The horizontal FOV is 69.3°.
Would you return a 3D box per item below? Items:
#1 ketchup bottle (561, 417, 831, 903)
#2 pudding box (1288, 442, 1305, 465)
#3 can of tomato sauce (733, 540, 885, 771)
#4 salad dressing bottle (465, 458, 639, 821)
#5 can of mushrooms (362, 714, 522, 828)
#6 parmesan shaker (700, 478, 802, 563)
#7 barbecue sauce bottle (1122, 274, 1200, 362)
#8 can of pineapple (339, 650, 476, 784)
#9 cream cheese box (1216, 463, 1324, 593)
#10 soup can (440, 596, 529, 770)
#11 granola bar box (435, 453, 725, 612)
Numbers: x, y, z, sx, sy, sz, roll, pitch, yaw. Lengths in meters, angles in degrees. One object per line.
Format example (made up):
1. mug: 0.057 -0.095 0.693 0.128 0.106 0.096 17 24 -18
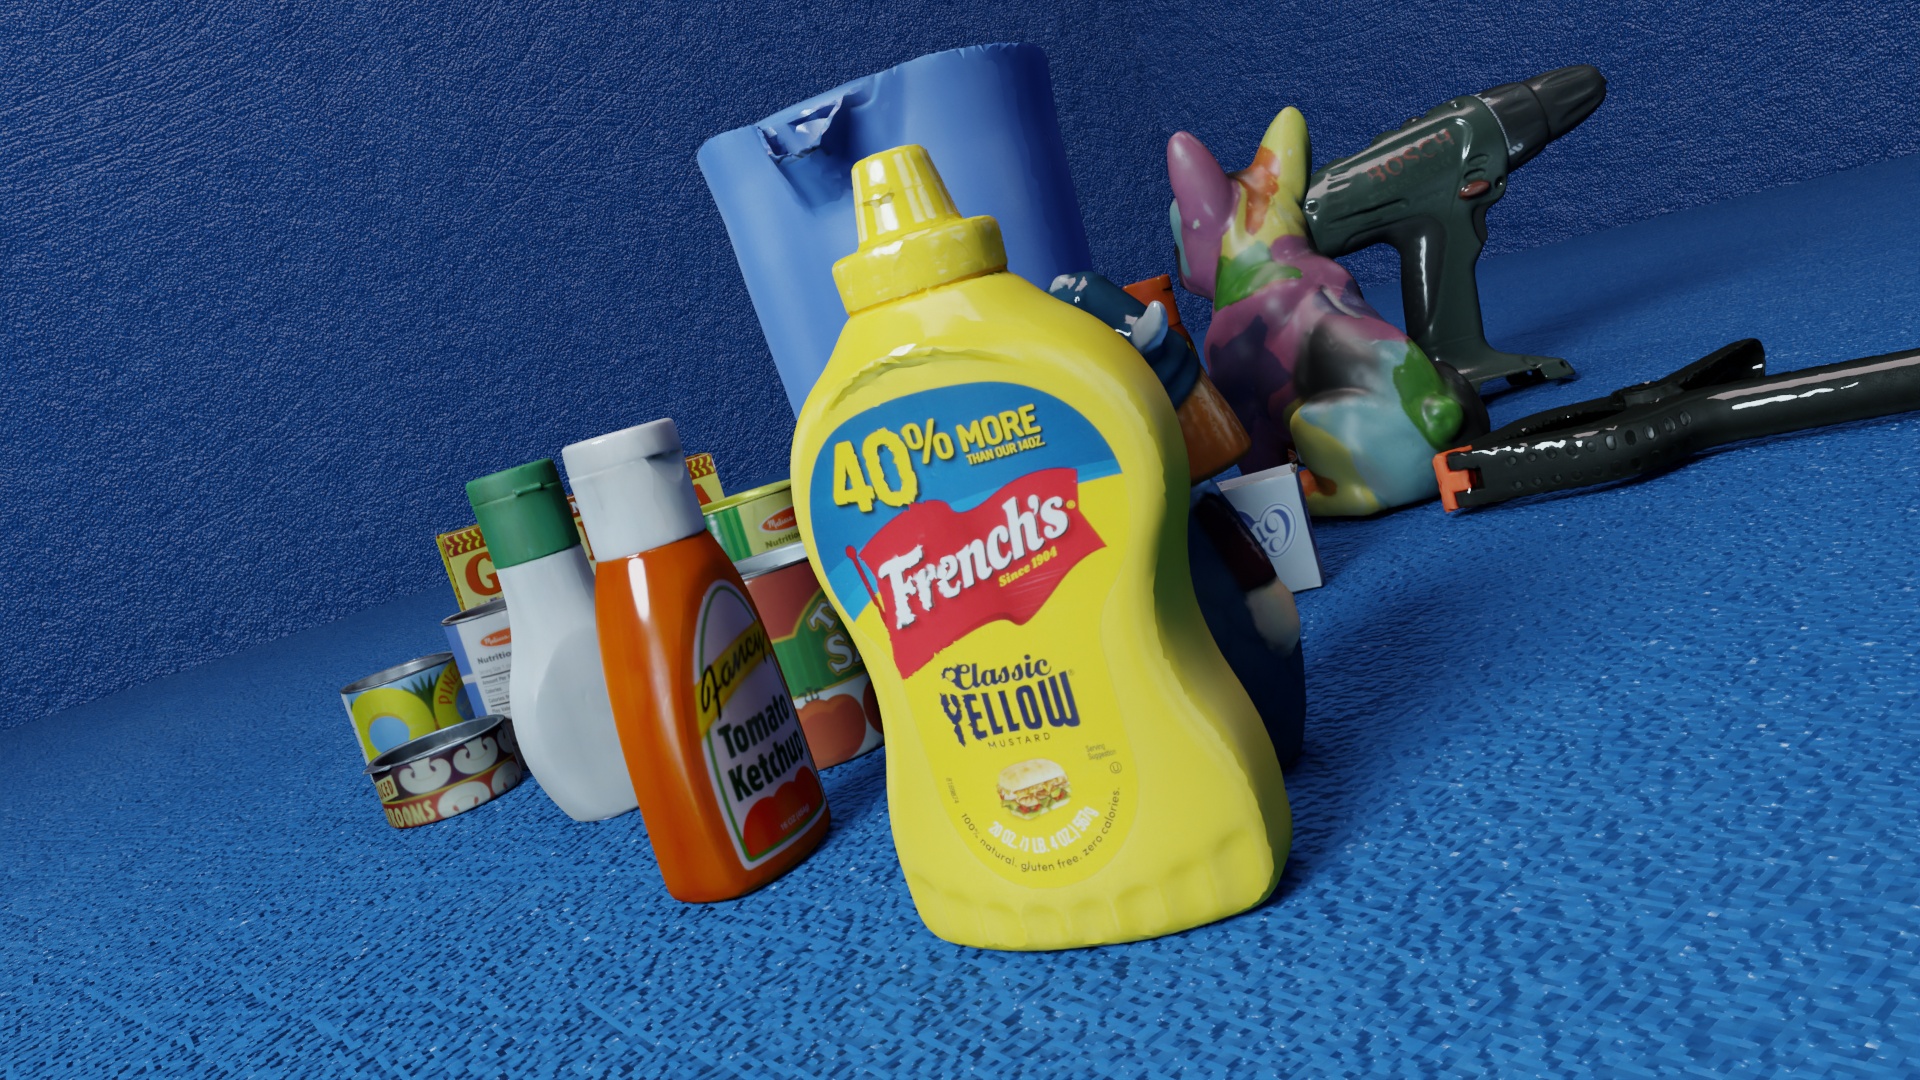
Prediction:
1. ketchup bottle: -0.088 0.036 0.447 0.043 0.148 0.065 -13 8 29
2. pudding box: 0.234 -0.077 0.924 0.030 0.049 0.083 -19 8 -14
3. can of tomato sauce: -0.064 0.046 0.569 0.071 0.083 0.071 -16 8 2
4. salad dressing bottle: -0.163 0.041 0.576 0.064 0.147 0.044 -21 9 -31
5. can of mushrooms: -0.252 0.113 0.676 0.071 0.033 0.071 -16 8 2
6. parmesan shaker: -0.097 0.028 0.686 0.071 0.103 0.071 -16 7 2
7. barbecue sauce bottle: 0.158 -0.124 1.045 0.043 0.148 0.065 -11 9 38
8. can of pineapple: -0.309 0.100 0.792 0.071 0.057 0.071 -16 8 2
9. cream cheese box: 0.104 0.005 0.615 0.104 0.053 0.024 -14 8 16
10. soup can: -0.226 0.071 0.733 0.071 0.083 0.071 -16 8 2
11. granola bar box: -0.214 0.030 0.842 0.166 0.124 0.039 -21 8 -27
